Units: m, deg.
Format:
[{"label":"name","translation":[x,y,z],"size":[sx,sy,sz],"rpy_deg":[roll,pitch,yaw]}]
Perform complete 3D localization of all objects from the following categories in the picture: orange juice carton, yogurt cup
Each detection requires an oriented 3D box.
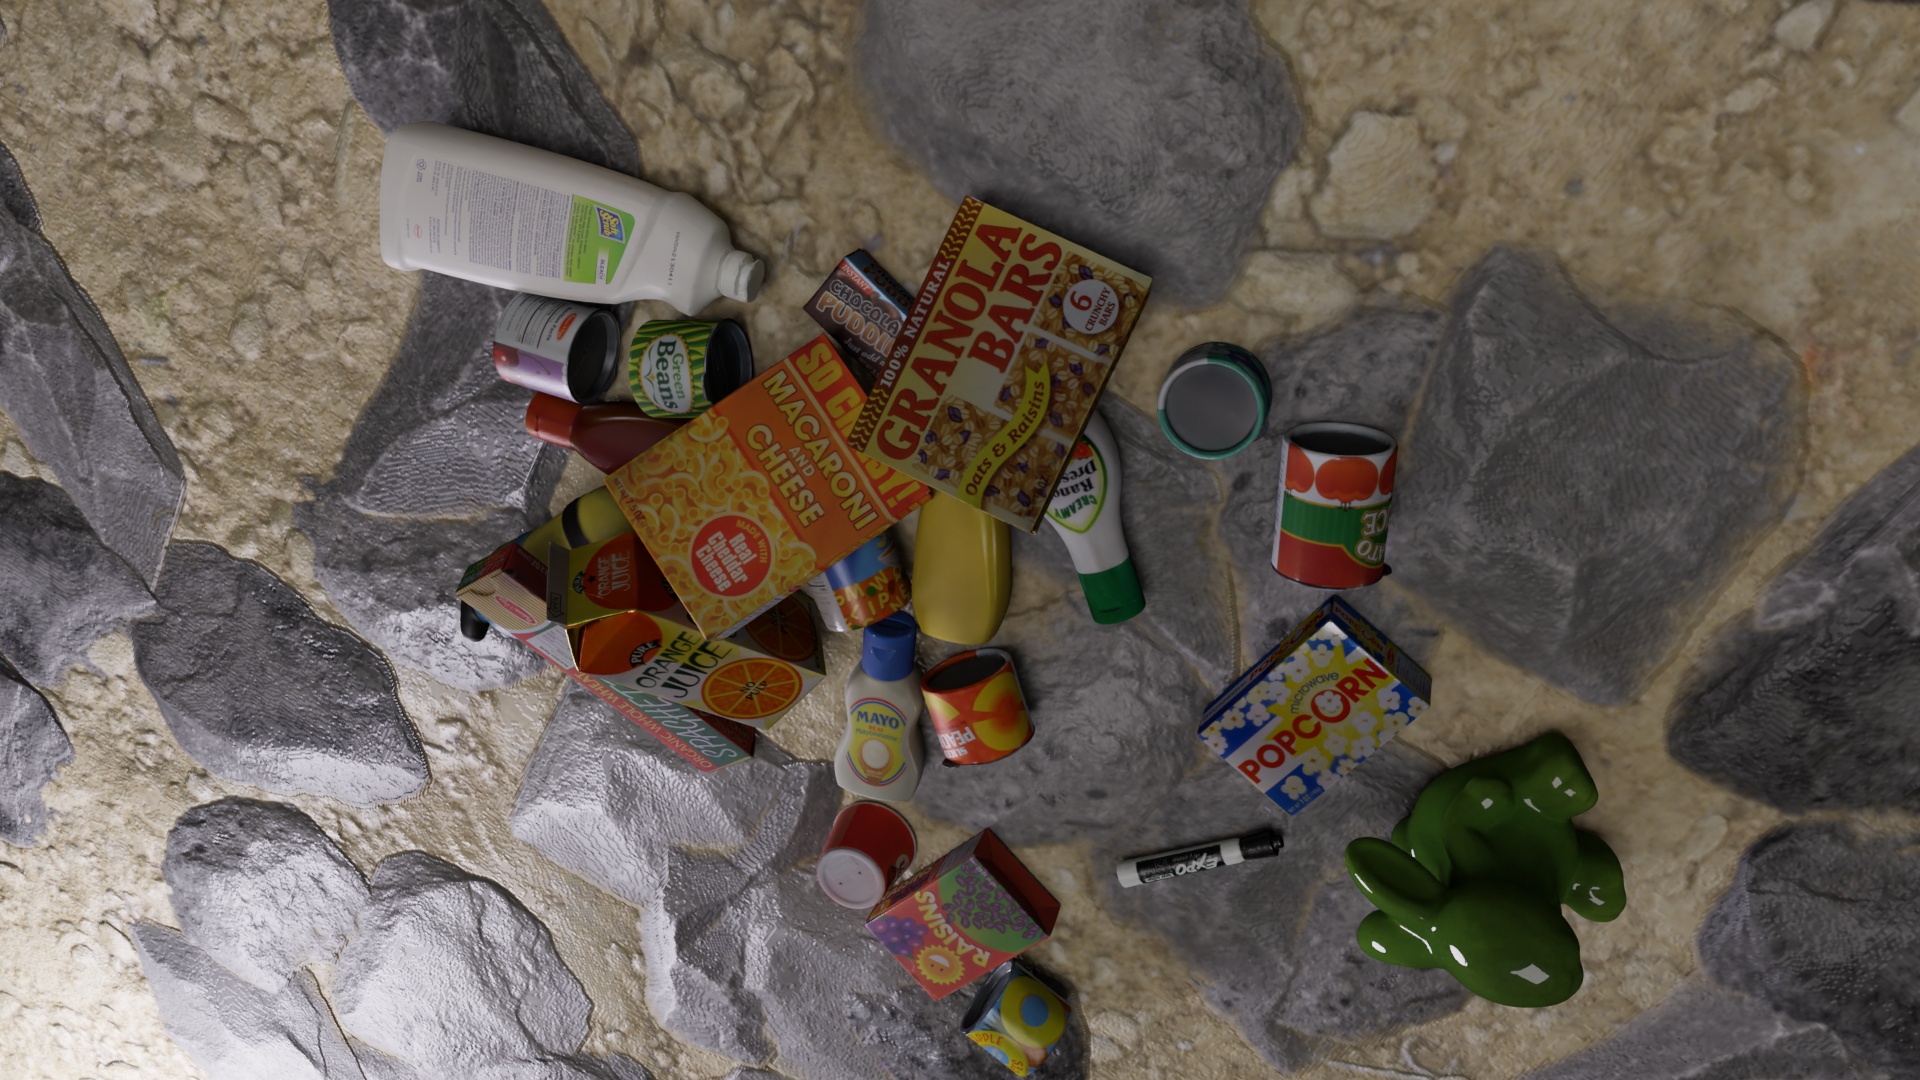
[{"label":"orange juice carton","translation":[-0.191,0.057,0.938],"size":[0.192,0.072,0.072],"rpy_deg":[24,125,-35]},{"label":"yogurt cup","translation":[-0.073,0.238,1.042],"size":[0.072,0.054,0.072],"rpy_deg":[7,114,16]}]

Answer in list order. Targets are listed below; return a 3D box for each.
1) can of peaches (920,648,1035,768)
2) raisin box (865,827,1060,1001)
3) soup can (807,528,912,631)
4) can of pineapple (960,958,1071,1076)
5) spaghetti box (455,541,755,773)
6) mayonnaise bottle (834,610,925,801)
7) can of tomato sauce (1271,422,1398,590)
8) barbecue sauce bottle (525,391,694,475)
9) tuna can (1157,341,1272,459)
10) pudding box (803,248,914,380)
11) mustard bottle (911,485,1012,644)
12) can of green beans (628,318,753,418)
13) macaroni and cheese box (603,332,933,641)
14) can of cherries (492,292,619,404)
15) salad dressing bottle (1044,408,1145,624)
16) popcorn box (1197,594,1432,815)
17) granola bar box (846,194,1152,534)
[{"label":"can of peaches","translation":[0.010,0.114,0.951],"size":[0.071,0.071,0.058],"rpy_deg":[-10,108,22]},{"label":"raisin box","translation":[0.001,0.283,1.046],"size":[0.123,0.040,0.086],"rpy_deg":[-38,98,29]},{"label":"soup can","translation":[-0.073,0.009,0.937],"size":[0.071,0.072,0.083],"rpy_deg":[-14,108,23]},{"label":"can of pineapple","translation":[0.041,0.362,1.049],"size":[0.058,0.071,0.070],"rpy_deg":[38,119,0]},{"label":"spaghetti box","translation":[-0.245,0.090,0.990],"size":[0.050,0.029,0.249],"rpy_deg":[-24,130,28]},{"label":"mayonnaise bottle","translation":[-0.054,0.117,0.980],"size":[0.065,0.041,0.147],"rpy_deg":[11,124,8]},{"label":"can of tomato sauce","translation":[0.223,-0.021,0.823],"size":[0.071,0.071,0.082],"rpy_deg":[6,114,16]},{"label":"barbecue sauce bottle","translation":[-0.229,-0.068,0.967],"size":[0.148,0.044,0.064],"rpy_deg":[18,117,11]},{"label":"tuna can","translation":[0.155,-0.082,0.838],"size":[0.071,0.033,0.070],"rpy_deg":[7,114,16]},{"label":"pudding box","translation":[-0.052,-0.139,0.885],"size":[0.083,0.030,0.049],"rpy_deg":[44,118,-4]},{"label":"mustard bottle","translation":[0.003,-0.011,0.911],"size":[0.065,0.049,0.159],"rpy_deg":[10,115,17]},{"label":"can of green beans","translation":[-0.177,-0.113,0.917],"size":[0.058,0.071,0.071],"rpy_deg":[2,113,18]},{"label":"macaroni and cheese box","translation":[-0.119,-0.033,0.875],"size":[0.166,0.040,0.124],"rpy_deg":[-34,86,1]},{"label":"can of cherries","translation":[-0.273,-0.130,0.943],"size":[0.058,0.072,0.071],"rpy_deg":[16,117,12]},{"label":"salad dressing bottle","translation":[0.080,-0.019,0.885],"size":[0.064,0.044,0.147],"rpy_deg":[-14,108,22]},{"label":"popcorn box","translation":[0.226,0.108,0.894],"size":[0.085,0.038,0.126],"rpy_deg":[41,119,-1]},{"label":"granola bar box","translation":[0.024,-0.103,0.829],"size":[0.124,0.039,0.165],"rpy_deg":[26,89,7]}]
